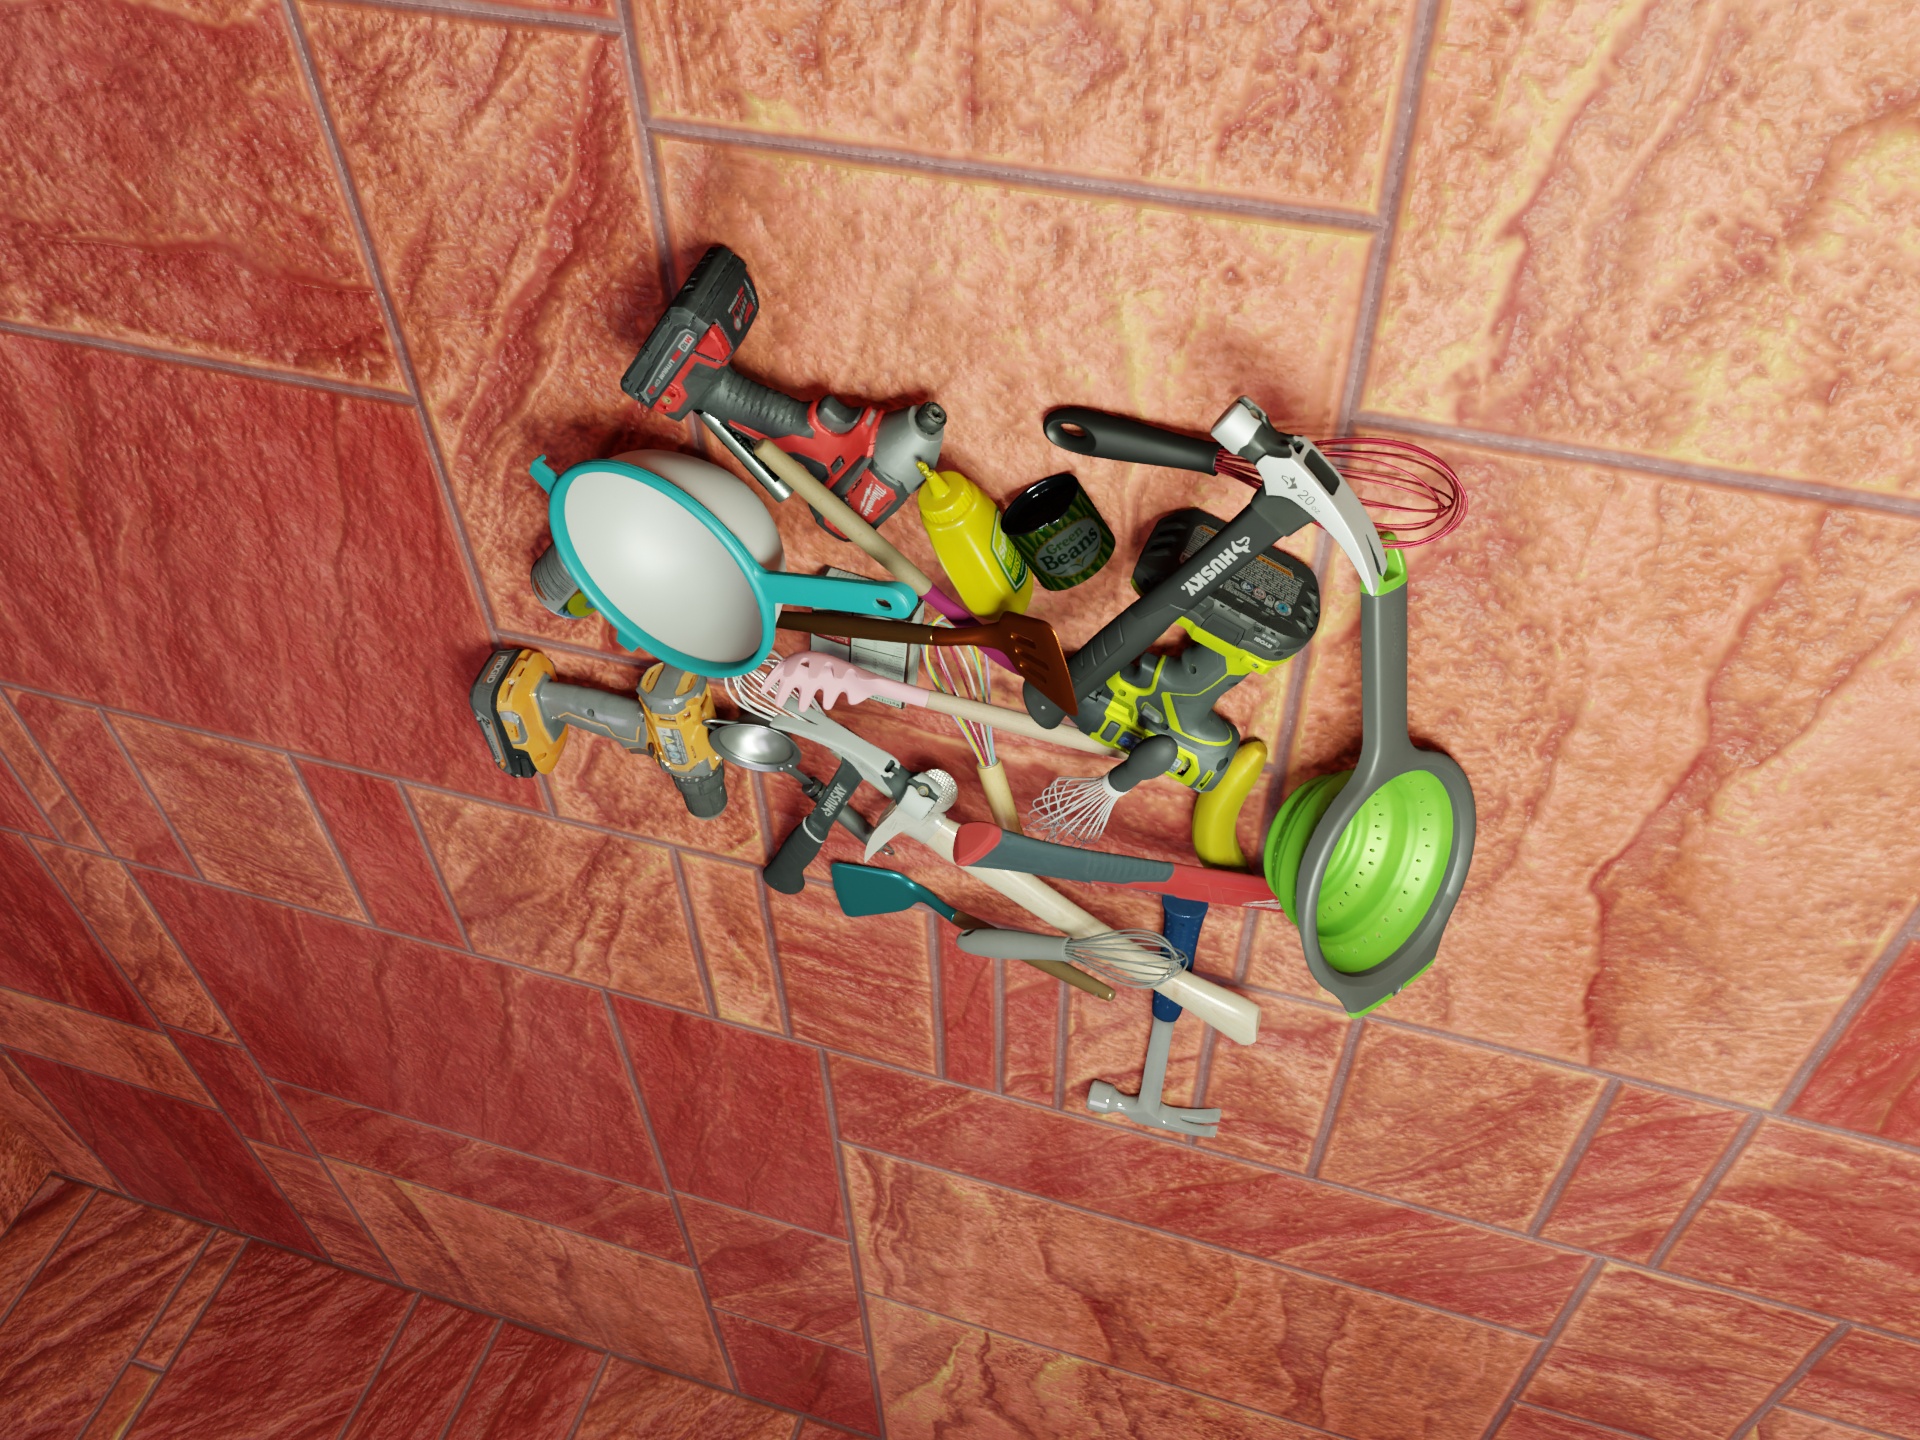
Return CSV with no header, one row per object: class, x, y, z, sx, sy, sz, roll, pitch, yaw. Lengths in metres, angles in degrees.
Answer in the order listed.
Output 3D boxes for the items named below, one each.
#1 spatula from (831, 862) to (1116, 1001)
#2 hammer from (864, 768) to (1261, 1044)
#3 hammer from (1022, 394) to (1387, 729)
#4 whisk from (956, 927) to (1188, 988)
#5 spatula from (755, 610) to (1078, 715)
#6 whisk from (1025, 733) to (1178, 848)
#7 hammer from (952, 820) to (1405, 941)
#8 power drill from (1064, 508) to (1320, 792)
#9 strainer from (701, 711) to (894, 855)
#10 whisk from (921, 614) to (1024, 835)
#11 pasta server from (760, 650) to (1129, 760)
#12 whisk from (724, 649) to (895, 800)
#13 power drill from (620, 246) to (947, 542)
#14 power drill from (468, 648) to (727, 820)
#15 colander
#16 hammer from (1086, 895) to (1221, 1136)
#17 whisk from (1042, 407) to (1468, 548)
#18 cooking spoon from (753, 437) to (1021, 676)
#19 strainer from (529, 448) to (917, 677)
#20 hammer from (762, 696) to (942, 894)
spatula,0.011,0.211,1.554,0.318,0.044,0.082,22,140,31
hammer,0.103,0.191,1.482,0.410,0.038,0.146,33,141,-10
hammer,0.145,-0.077,1.098,0.146,0.035,0.334,41,140,-6
whisk,0.095,0.210,1.443,0.239,0.055,0.055,0,135,34
spatula,-0.043,-0.063,1.225,0.323,0.041,0.081,8,131,36
whisk,0.118,0.059,1.297,0.070,0.070,0.284,28,159,-6
hammer,0.177,0.144,1.355,0.386,0.038,0.143,10,142,-14
power drill,0.161,-0.049,1.213,0.171,0.080,0.223,28,143,1
strainer,-0.145,0.056,1.495,0.087,0.050,0.258,-16,134,37
whisk,0.014,0.019,1.341,0.051,0.047,0.244,-6,119,22
pasta server,-0.002,-0.004,1.283,0.316,0.040,0.060,15,152,-8
whisk,-0.115,0.015,1.435,0.246,0.058,0.059,39,173,-25
power drill,-0.119,-0.230,1.147,0.219,0.079,0.143,34,140,-17
power drill,-0.331,0.017,1.514,0.226,0.084,0.185,5,137,13
colander,0.298,0.036,1.221,0.095,0.204,0.396,26,134,47
hammer,0.212,0.304,1.606,0.144,0.035,0.405,13,139,12
whisk,0.194,-0.174,1.077,0.296,0.073,0.073,15,140,19
cooking spoon,-0.043,-0.113,1.194,0.318,0.017,0.069,39,180,-40
strainer,-0.161,-0.132,1.230,0.340,0.095,0.210,9,137,31
hammer,-0.135,0.092,1.460,0.149,0.036,0.408,34,154,-2
